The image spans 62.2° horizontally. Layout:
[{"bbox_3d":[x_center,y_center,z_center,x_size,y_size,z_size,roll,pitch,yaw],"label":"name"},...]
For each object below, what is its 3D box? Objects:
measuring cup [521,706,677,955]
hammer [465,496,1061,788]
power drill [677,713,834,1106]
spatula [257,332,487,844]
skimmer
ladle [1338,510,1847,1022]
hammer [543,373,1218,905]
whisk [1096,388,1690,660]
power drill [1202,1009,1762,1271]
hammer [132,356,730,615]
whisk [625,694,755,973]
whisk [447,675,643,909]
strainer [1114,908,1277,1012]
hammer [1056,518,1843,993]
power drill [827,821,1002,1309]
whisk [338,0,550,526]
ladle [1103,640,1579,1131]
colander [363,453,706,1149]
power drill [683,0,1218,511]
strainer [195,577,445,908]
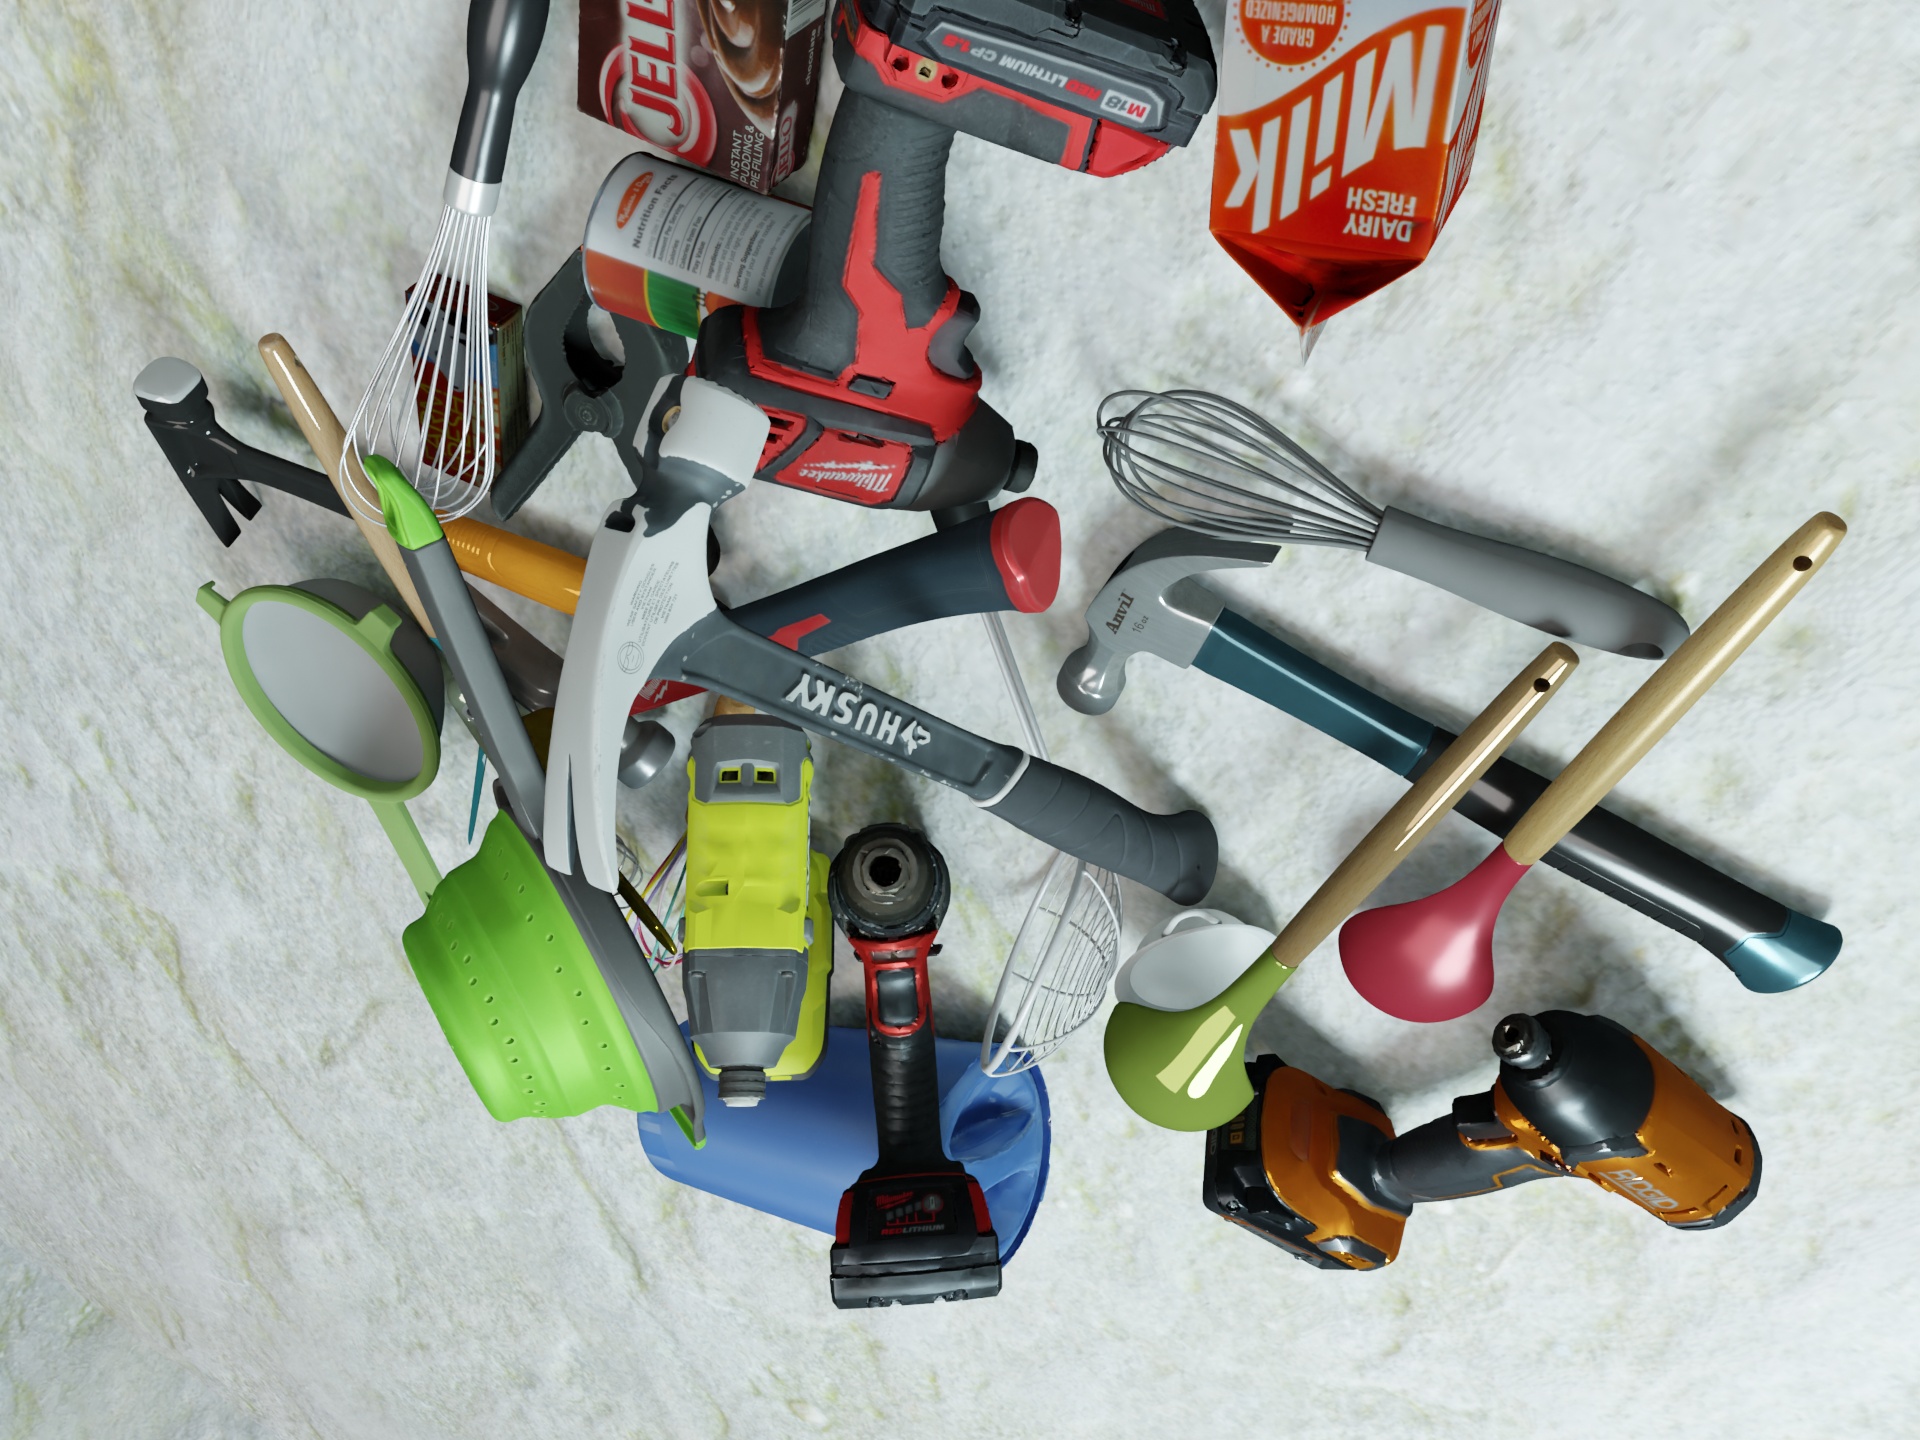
[{"bbox_3d":[-0.176,0.053,0.798,0.157,0.029,0.062,48,155,24],"label":"measuring cup"},{"bbox_3d":[-0.105,-0.046,0.716,0.143,0.038,0.386,43,147,-25],"label":"hammer"},{"bbox_3d":[-0.103,0.110,0.793,0.080,0.171,0.223,1,162,-4],"label":"power drill"},{"bbox_3d":[-0.291,-0.063,0.824,0.044,0.082,0.317,-10,137,5],"label":"spatula"},{"bbox_3d":[-0.001,-0.002,0.730,0.090,0.127,0.363,-13,113,16],"label":"skimmer"},{"bbox_3d":[0.234,0.036,0.621,0.069,0.031,0.315,31,136,6],"label":"ladle"},{"bbox_3d":[0.004,0.022,0.611,0.036,0.149,0.408,16,174,36],"label":"hammer"},{"bbox_3d":[0.162,-0.074,0.608,0.239,0.055,0.055,22,135,8],"label":"whisk"},{"bbox_3d":[0.225,0.192,0.741,0.164,0.084,0.226,35,139,-31],"label":"power drill"},{"bbox_3d":[-0.274,-0.093,0.848,0.337,0.034,0.127,20,150,10],"label":"hammer"},{"bbox_3d":[-0.157,0.072,0.924,0.047,0.051,0.244,33,133,11],"label":"whisk"},{"bbox_3d":[-0.237,0.047,0.908,0.058,0.059,0.246,-21,145,-6],"label":"whisk"},{"bbox_3d":[0.134,0.169,0.832,0.087,0.050,0.258,-14,129,5],"label":"strainer"},{"bbox_3d":[0.205,0.021,0.668,0.331,0.033,0.128,29,137,6],"label":"hammer"},{"bbox_3d":[-0.029,0.160,0.769,0.080,0.227,0.188,-4,170,-2],"label":"power drill"},{"bbox_3d":[-0.221,-0.202,0.695,0.070,0.070,0.284,29,122,7],"label":"whisk"},{"bbox_3d":[0.158,0.079,0.689,0.078,0.062,0.320,36,125,4],"label":"ladle"},{"bbox_3d":[-0.234,0.068,0.763,0.205,0.094,0.396,36,147,50],"label":"colander"},{"bbox_3d":[-0.006,-0.166,0.568,0.143,0.079,0.219,12,135,-20],"label":"power drill"},{"bbox_3d":[-0.341,0.012,0.964,0.151,0.069,0.256,8,131,26],"label":"strainer"}]
